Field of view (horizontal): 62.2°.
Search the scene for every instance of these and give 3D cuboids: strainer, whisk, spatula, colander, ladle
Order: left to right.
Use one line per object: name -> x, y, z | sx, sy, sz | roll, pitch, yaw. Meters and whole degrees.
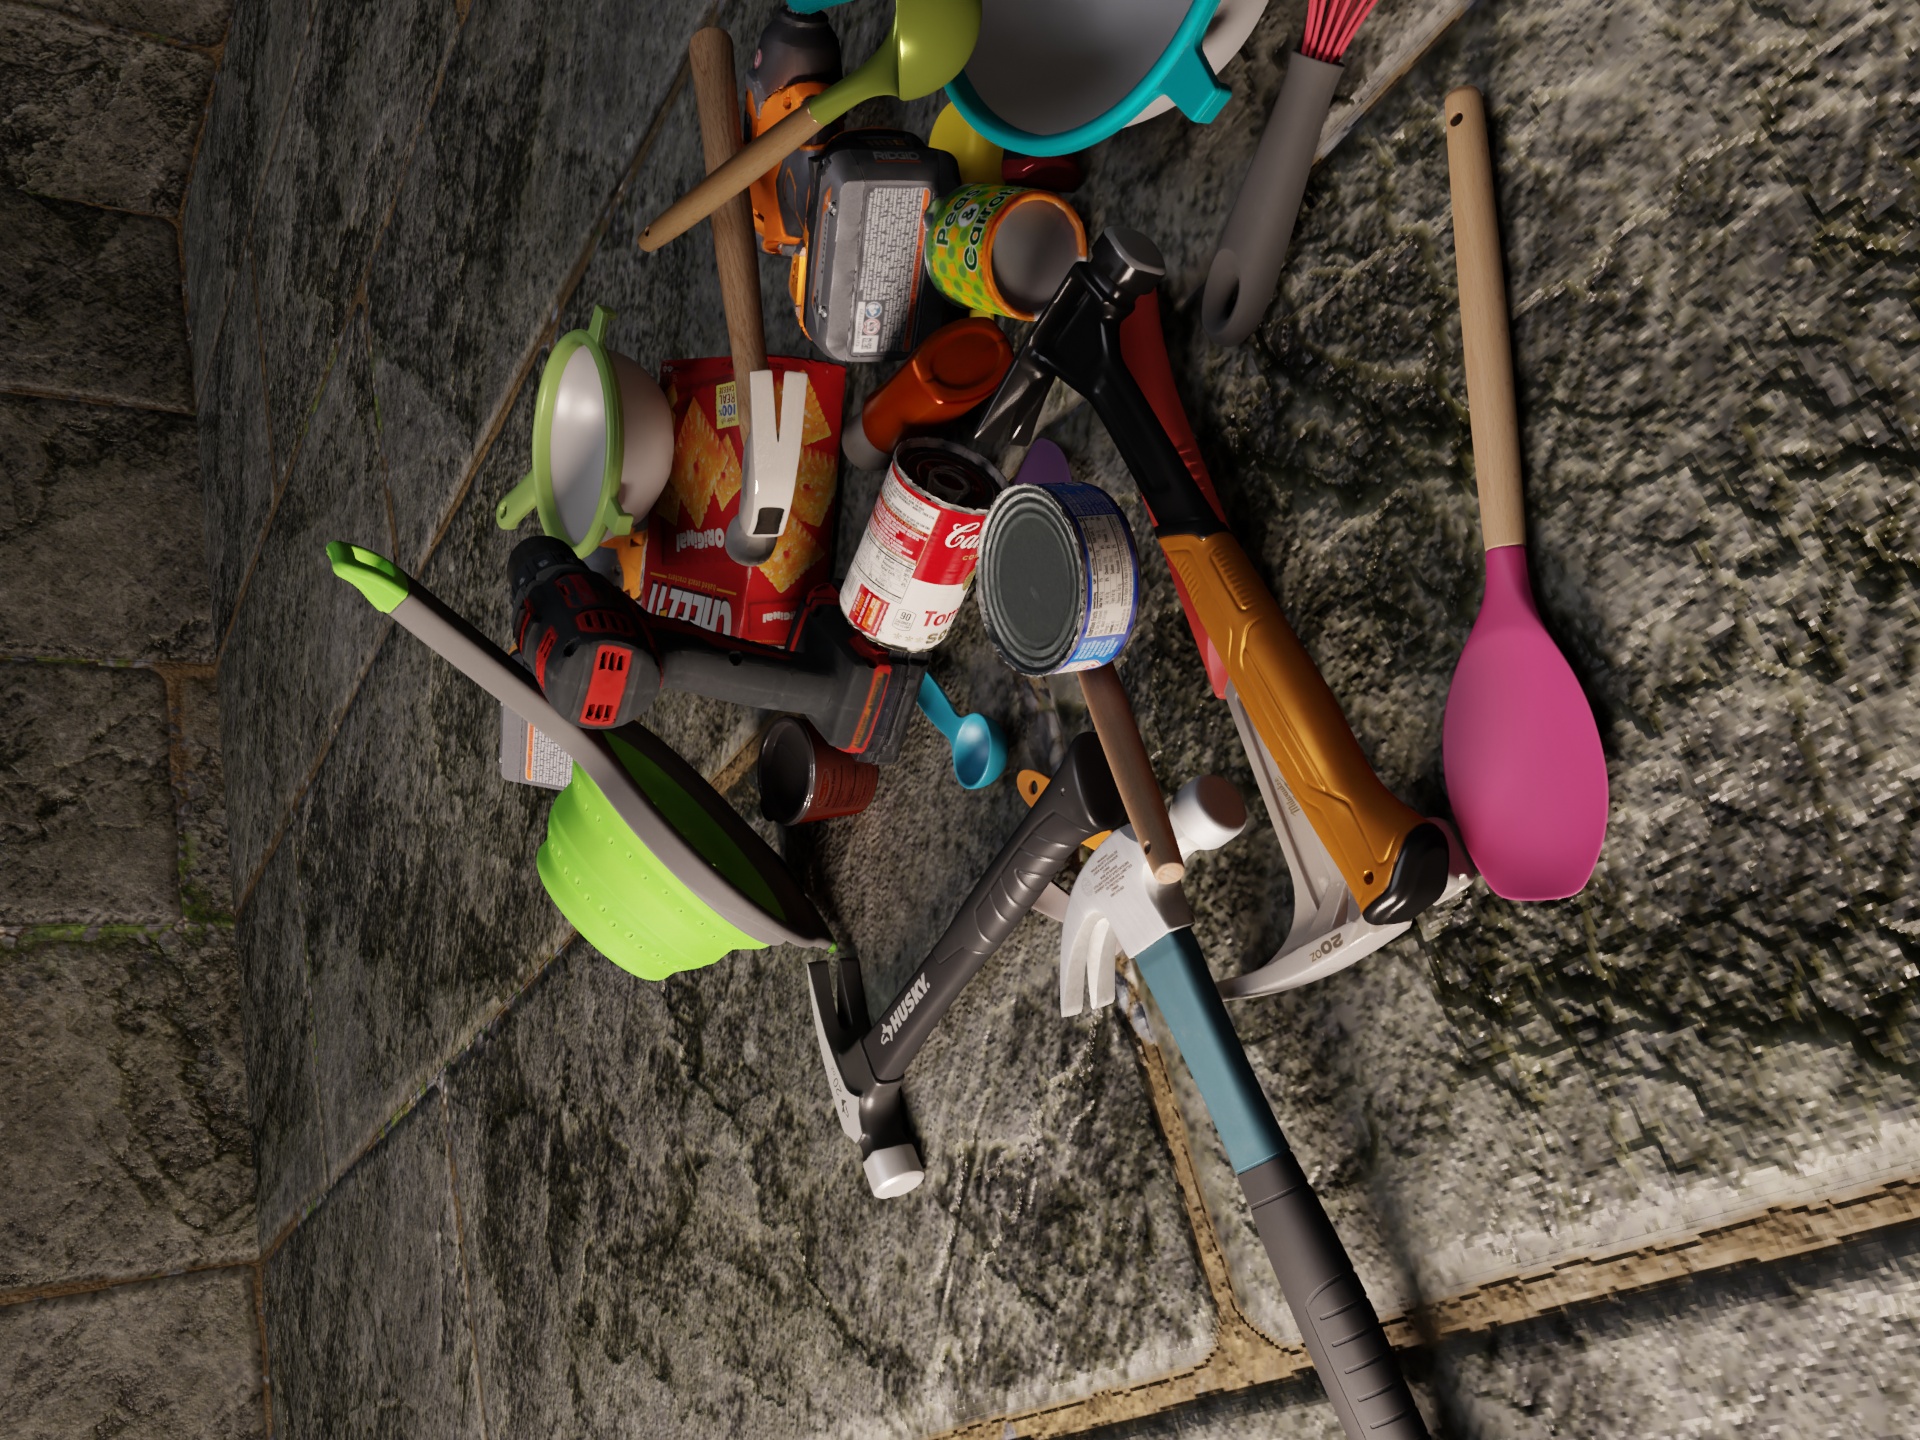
colander -> -0.231, 0.046, 0.916 | 0.094, 0.396, 0.205 | -43, 42, 1
strainer -> -0.260, -0.174, 1.112 | 0.256, 0.069, 0.151 | -17, 77, 57
ladle -> -0.098, -0.311, 0.829 | 0.320, 0.062, 0.078 | -12, 75, 50
strainer -> 0.040, -0.377, 0.781 | 0.341, 0.095, 0.211 | 17, 107, 49
spatula -> 0.059, -0.041, 0.752 | 0.316, 0.018, 0.059 | -103, 33, -48
whisk -> 0.157, -0.296, 0.664 | 0.073, 0.073, 0.295 | 50, 134, 43

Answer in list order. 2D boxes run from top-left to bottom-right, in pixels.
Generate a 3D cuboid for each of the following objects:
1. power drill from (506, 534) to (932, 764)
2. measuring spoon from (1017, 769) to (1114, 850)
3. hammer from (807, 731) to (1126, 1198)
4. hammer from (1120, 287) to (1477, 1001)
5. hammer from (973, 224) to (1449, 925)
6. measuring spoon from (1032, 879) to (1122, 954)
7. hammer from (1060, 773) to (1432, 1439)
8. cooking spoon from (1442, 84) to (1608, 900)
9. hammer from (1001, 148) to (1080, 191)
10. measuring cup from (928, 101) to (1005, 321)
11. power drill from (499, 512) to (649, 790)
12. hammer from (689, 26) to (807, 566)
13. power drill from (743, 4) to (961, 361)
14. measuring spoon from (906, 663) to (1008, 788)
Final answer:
power drill -> -0.151, -0.050, 0.932 | 0.188, 0.226, 0.080 | 47, 125, 53
measuring spoon -> 0.063, 0.051, 0.821 | 0.117, 0.011, 0.021 | 35, 116, 54
hammer -> -0.001, 0.120, 0.865 | 0.334, 0.035, 0.146 | -58, 45, 41
hammer -> 0.110, -0.057, 0.733 | 0.149, 0.036, 0.359 | -42, 56, 45
hammer -> 0.104, -0.057, 0.681 | 0.127, 0.034, 0.337 | -52, 49, 39
measuring spoon -> 0.053, 0.092, 0.830 | 0.124, 0.018, 0.034 | 25, 110, 60
hammer -> 0.132, 0.195, 0.656 | 0.128, 0.033, 0.331 | -43, 63, 44
cooking spoon -> 0.208, -0.091, 0.611 | 0.069, 0.017, 0.319 | -12, 80, 53
hammer -> 0.024, -0.468, 0.871 | 0.143, 0.038, 0.386 | -29, 65, 49
measuring cup -> 0.003, -0.274, 0.897 | 0.062, 0.029, 0.156 | -1, 87, 55
power drill -> -0.282, -0.049, 1.191 | 0.185, 0.084, 0.226 | 108, 169, -45
hammer -> -0.132, -0.268, 0.946 | 0.130, 0.031, 0.331 | 133, 131, -65
power drill -> -0.075, -0.326, 0.937 | 0.227, 0.084, 0.164 | -120, 31, -46
measuring spoon -> -0.001, -0.003, 0.911 | 0.129, 0.021, 0.042 | 52, 129, 54
